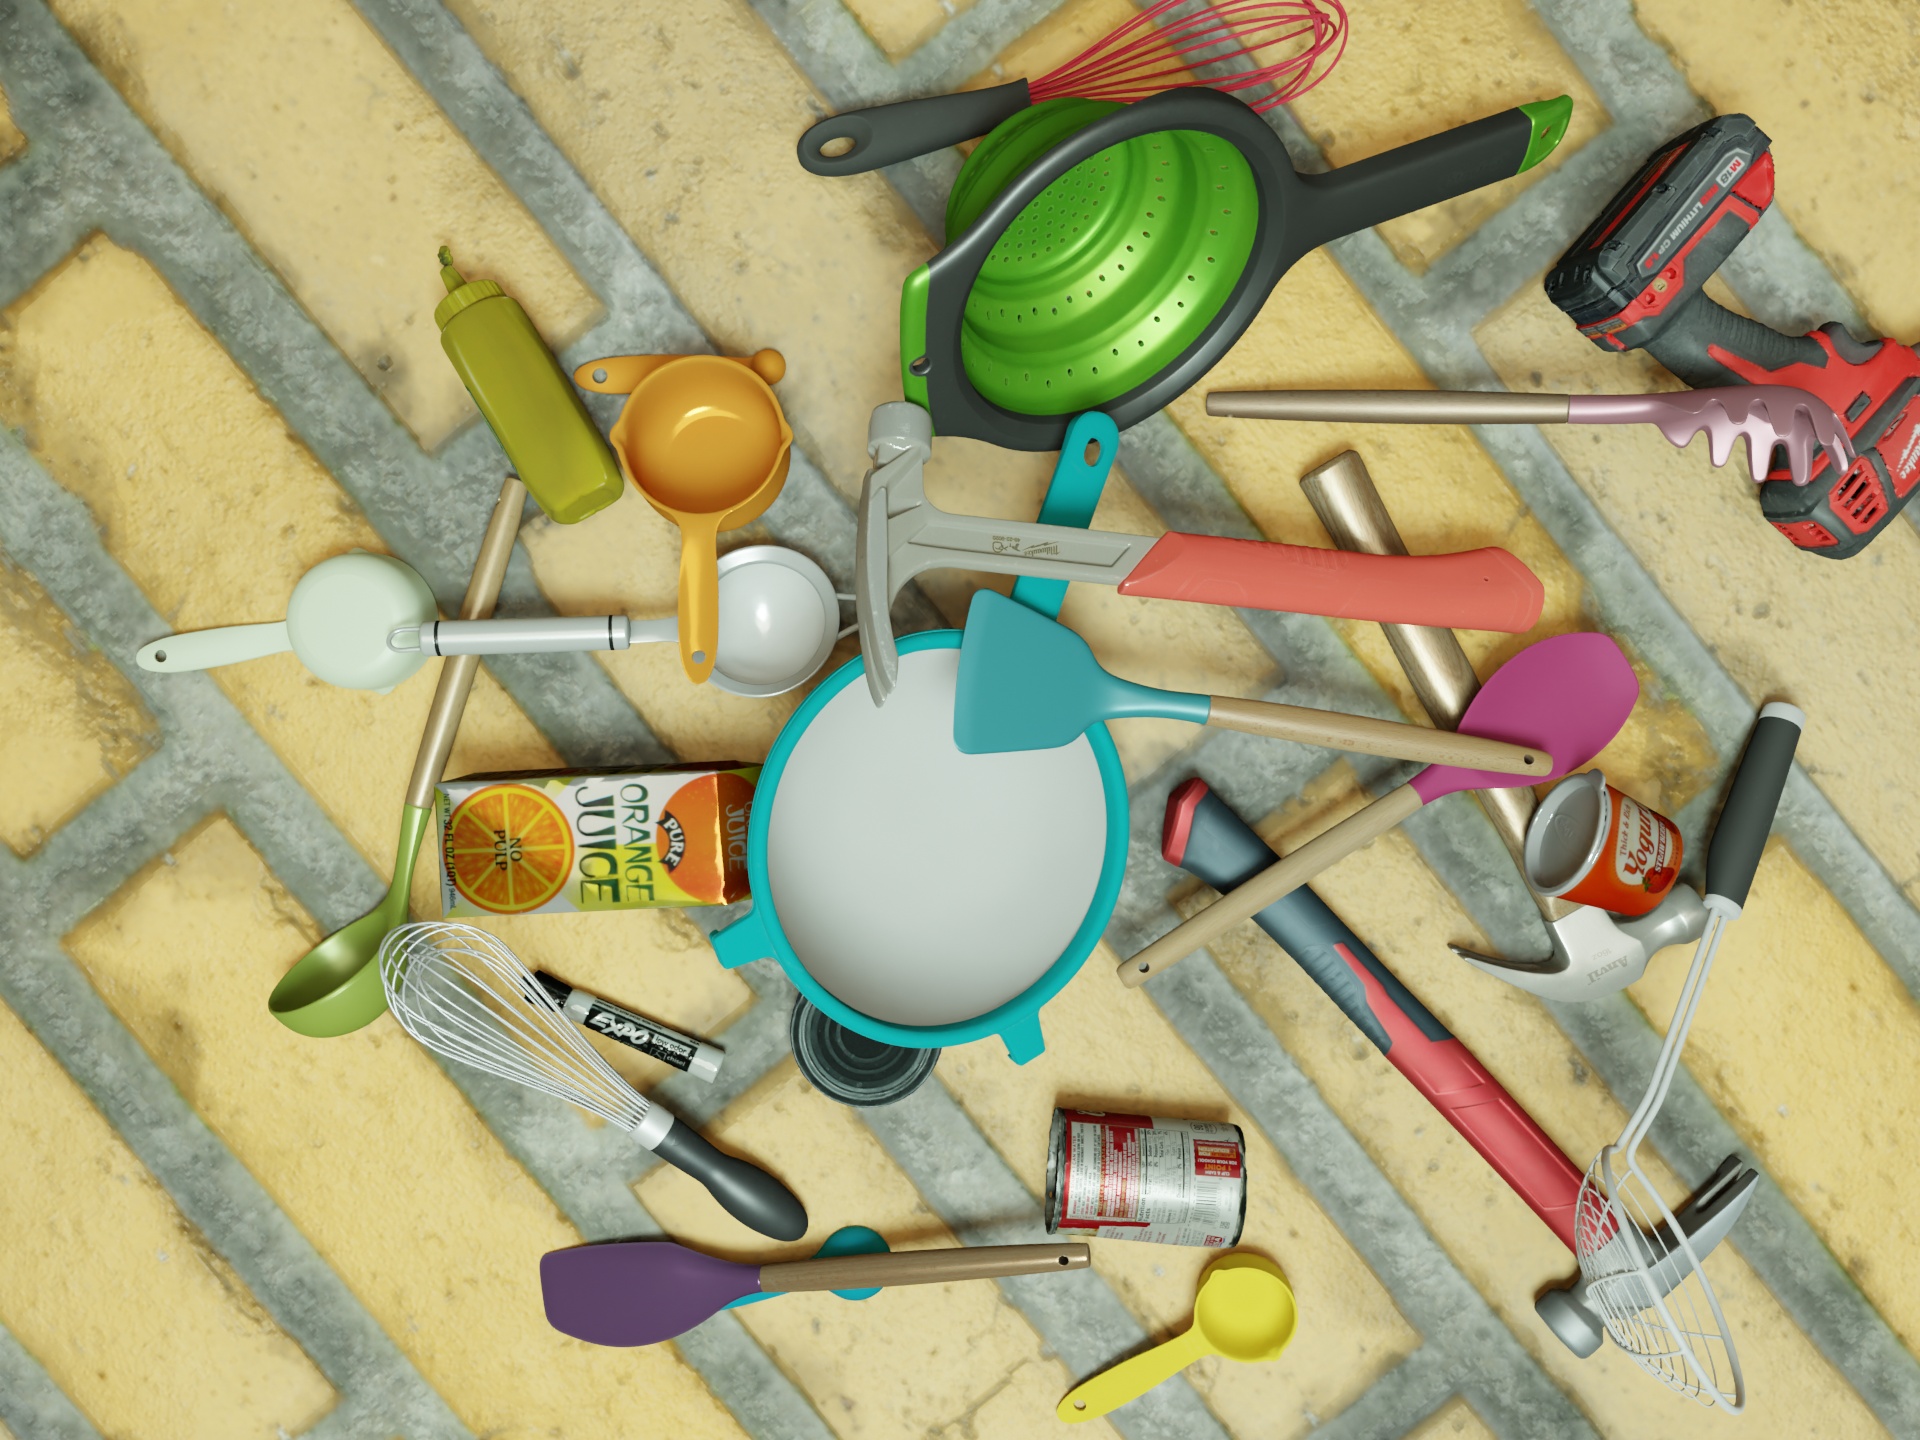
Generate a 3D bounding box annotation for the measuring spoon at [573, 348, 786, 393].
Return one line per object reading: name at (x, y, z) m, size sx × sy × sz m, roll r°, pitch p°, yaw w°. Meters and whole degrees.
measuring spoon at (-0.154, -0.191, 0.870) m, size 0.117 × 0.011 × 0.021 m, roll -3°, pitch 94°, yaw 0°

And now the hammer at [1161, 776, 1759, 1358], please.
hammer at (0.264, 0.168, 0.879) m, size 0.143 × 0.038 × 0.386 m, roll -44°, pitch 93°, yaw 1°

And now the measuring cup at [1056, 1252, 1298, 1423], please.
measuring cup at (0.120, 0.354, 0.903) m, size 0.156 × 0.029 × 0.062 m, roll -35°, pitch 93°, yaw 14°

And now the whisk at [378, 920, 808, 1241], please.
whisk at (-0.193, 0.201, 0.859) m, size 0.284 × 0.070 × 0.070 m, roll 40°, pitch 93°, yaw -14°

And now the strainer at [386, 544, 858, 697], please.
strainer at (-0.174, -0.048, 0.852) m, size 0.258 × 0.050 × 0.087 m, roll -2°, pitch 73°, yaw -6°

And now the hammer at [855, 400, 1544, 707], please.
hammer at (0.126, -0.066, 0.790) m, size 0.359 × 0.036 × 0.149 m, roll 5°, pitch 69°, yaw -15°

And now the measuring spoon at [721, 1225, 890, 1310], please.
measuring spoon at (-0.102, 0.319, 0.897) m, size 0.128 × 0.021 × 0.042 m, roll -13°, pitch 93°, yaw 0°

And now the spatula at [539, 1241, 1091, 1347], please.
spatula at (-0.084, 0.309, 0.880) m, size 0.316 × 0.018 × 0.060 m, roll -8°, pitch 90°, yaw 10°

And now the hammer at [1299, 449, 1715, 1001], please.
hammer at (0.277, 0.005, 0.872) m, size 0.130 × 0.031 × 0.331 m, roll -30°, pitch 93°, yaw 2°

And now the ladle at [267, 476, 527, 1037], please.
ladle at (-0.299, 0.018, 0.863) m, size 0.062 × 0.078 × 0.320 m, roll 17°, pitch 89°, yaw -33°

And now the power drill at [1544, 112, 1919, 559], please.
power drill at (0.434, -0.205, 0.837) m, size 0.219 × 0.078 × 0.143 m, roll 41°, pitch 94°, yaw -6°

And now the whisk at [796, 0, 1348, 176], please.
whisk at (0.056, -0.333, 0.840) m, size 0.296 × 0.073 × 0.073 m, roll -11°, pitch 94°, yaw 8°

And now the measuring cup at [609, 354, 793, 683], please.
measuring cup at (-0.134, -0.102, 0.843) m, size 0.095 × 0.052 × 0.174 m, roll 0°, pitch 83°, yaw 1°

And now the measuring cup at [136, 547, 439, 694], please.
measuring cup at (-0.372, -0.046, 0.865) m, size 0.167 × 0.038 × 0.083 m, roll -10°, pitch 94°, yaw -1°

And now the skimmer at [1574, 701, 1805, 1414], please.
skimmer at (0.398, 0.155, 0.806) m, size 0.127 × 0.090 × 0.363 m, roll 38°, pitch 70°, yaw -38°

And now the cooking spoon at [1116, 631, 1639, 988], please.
cooking spoon at (0.220, 0.052, 0.846) m, size 0.319 × 0.017 × 0.069 m, roll -32°, pitch 92°, yaw -1°

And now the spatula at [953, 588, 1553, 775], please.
spatula at (0.153, -0.001, 0.809) m, size 0.317 × 0.044 × 0.082 m, roll 9°, pitch 84°, yaw -5°

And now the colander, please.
colander at (0.132, -0.273, 0.823) m, size 0.397 × 0.204 × 0.095 m, roll -23°, pitch 59°, yaw -14°

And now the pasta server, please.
pasta server at (0.284, -0.154, 0.821) m, size 0.316 × 0.060 × 0.040 m, roll 5°, pitch 78°, yaw 17°

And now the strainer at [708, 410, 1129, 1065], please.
strainer at (-0.001, -0.003, 0.840) m, size 0.210 × 0.095 × 0.340 m, roll 23°, pitch 82°, yaw -26°
